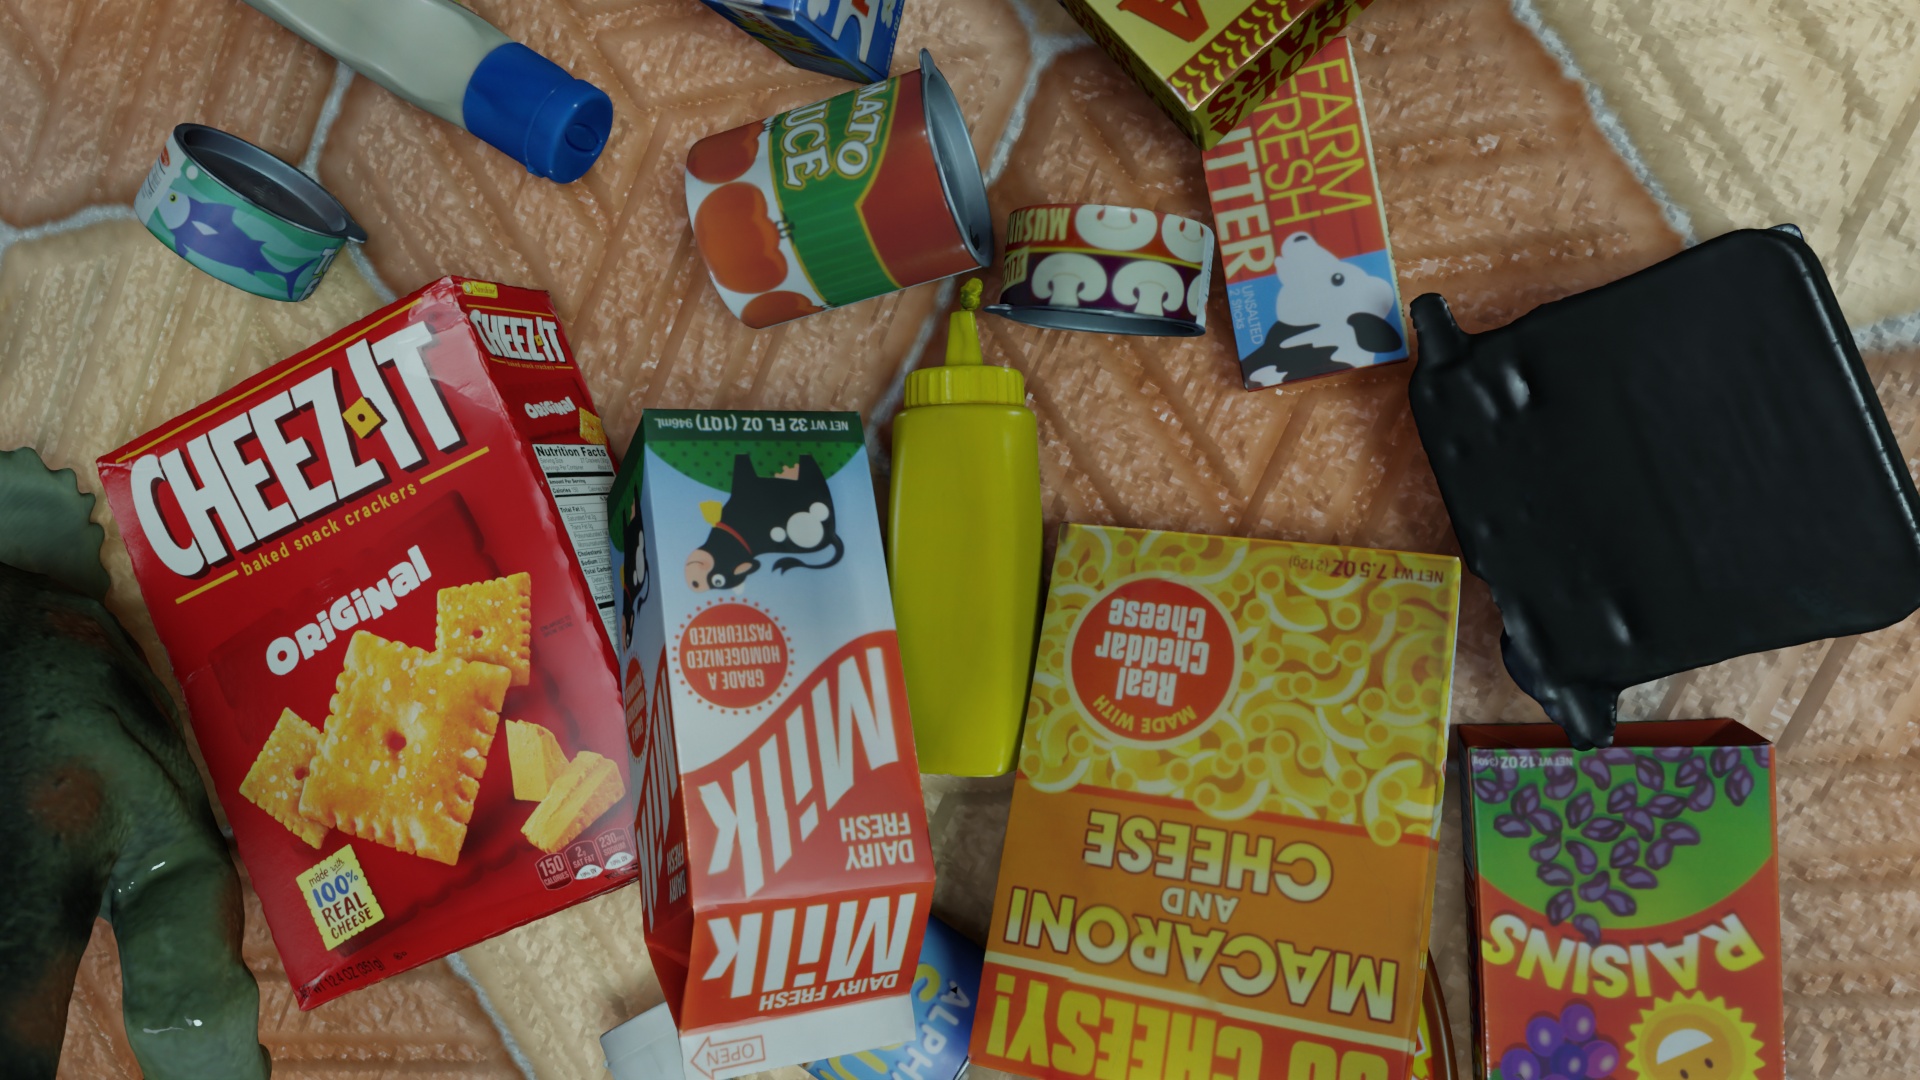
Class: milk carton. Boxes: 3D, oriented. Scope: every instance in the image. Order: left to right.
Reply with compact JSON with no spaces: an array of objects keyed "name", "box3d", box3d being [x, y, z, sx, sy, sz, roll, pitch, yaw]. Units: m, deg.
[{"name":"milk carton","box3d":[-0.060,0.060,0.425,0.072,0.073,0.191,-2,69,-24]}]

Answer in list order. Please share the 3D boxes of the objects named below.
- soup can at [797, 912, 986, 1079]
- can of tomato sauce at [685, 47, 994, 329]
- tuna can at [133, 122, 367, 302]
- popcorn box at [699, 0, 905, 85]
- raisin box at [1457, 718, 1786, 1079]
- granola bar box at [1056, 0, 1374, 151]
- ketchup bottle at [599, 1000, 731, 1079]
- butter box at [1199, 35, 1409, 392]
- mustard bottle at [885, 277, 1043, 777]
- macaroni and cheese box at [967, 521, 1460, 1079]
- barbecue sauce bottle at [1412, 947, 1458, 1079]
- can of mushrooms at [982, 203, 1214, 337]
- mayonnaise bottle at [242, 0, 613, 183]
[{"name":"soup can","box3d":[-0.032,0.152,0.468,0.084,0.071,0.071,31,100,10]},{"name":"can of tomato sauce","box3d":[-0.039,-0.113,0.455,0.083,0.071,0.071,-13,91,14]},{"name":"tuna can","box3d":[-0.259,-0.118,0.509,0.071,0.071,0.032,40,103,8]},{"name":"popcorn box","box3d":[-0.039,-0.219,0.439,0.038,0.085,0.126,15,98,13]},{"name":"raisin box","box3d":[0.202,0.120,0.428,0.086,0.040,0.123,-3,94,13]},{"name":"granola bar box","box3d":[0.095,-0.219,0.418,0.165,0.039,0.124,-41,77,6]},{"name":"ketchup bottle","box3d":[-0.082,0.237,0.492,0.043,0.064,0.149,-27,79,-7]},{"name":"butter box","box3d":[0.107,-0.102,0.444,0.053,0.024,0.103,-11,91,13]},{"name":"mustard bottle","box3d":[0.002,-0.006,0.457,0.049,0.065,0.160,-1,88,14]},{"name":"macaroni and cheese box","box3d":[0.079,0.083,0.419,0.124,0.040,0.167,5,74,21]},{"name":"barbecue sauce bottle","box3d":[0.130,0.175,0.446,0.065,0.044,0.148,-18,90,9]},{"name":"can of mushrooms","box3d":[0.043,-0.084,0.437,0.071,0.071,0.033,7,95,13]},{"name":"mayonnaise bottle","box3d":[-0.194,-0.178,0.493,0.148,0.065,0.041,31,97,5]}]
